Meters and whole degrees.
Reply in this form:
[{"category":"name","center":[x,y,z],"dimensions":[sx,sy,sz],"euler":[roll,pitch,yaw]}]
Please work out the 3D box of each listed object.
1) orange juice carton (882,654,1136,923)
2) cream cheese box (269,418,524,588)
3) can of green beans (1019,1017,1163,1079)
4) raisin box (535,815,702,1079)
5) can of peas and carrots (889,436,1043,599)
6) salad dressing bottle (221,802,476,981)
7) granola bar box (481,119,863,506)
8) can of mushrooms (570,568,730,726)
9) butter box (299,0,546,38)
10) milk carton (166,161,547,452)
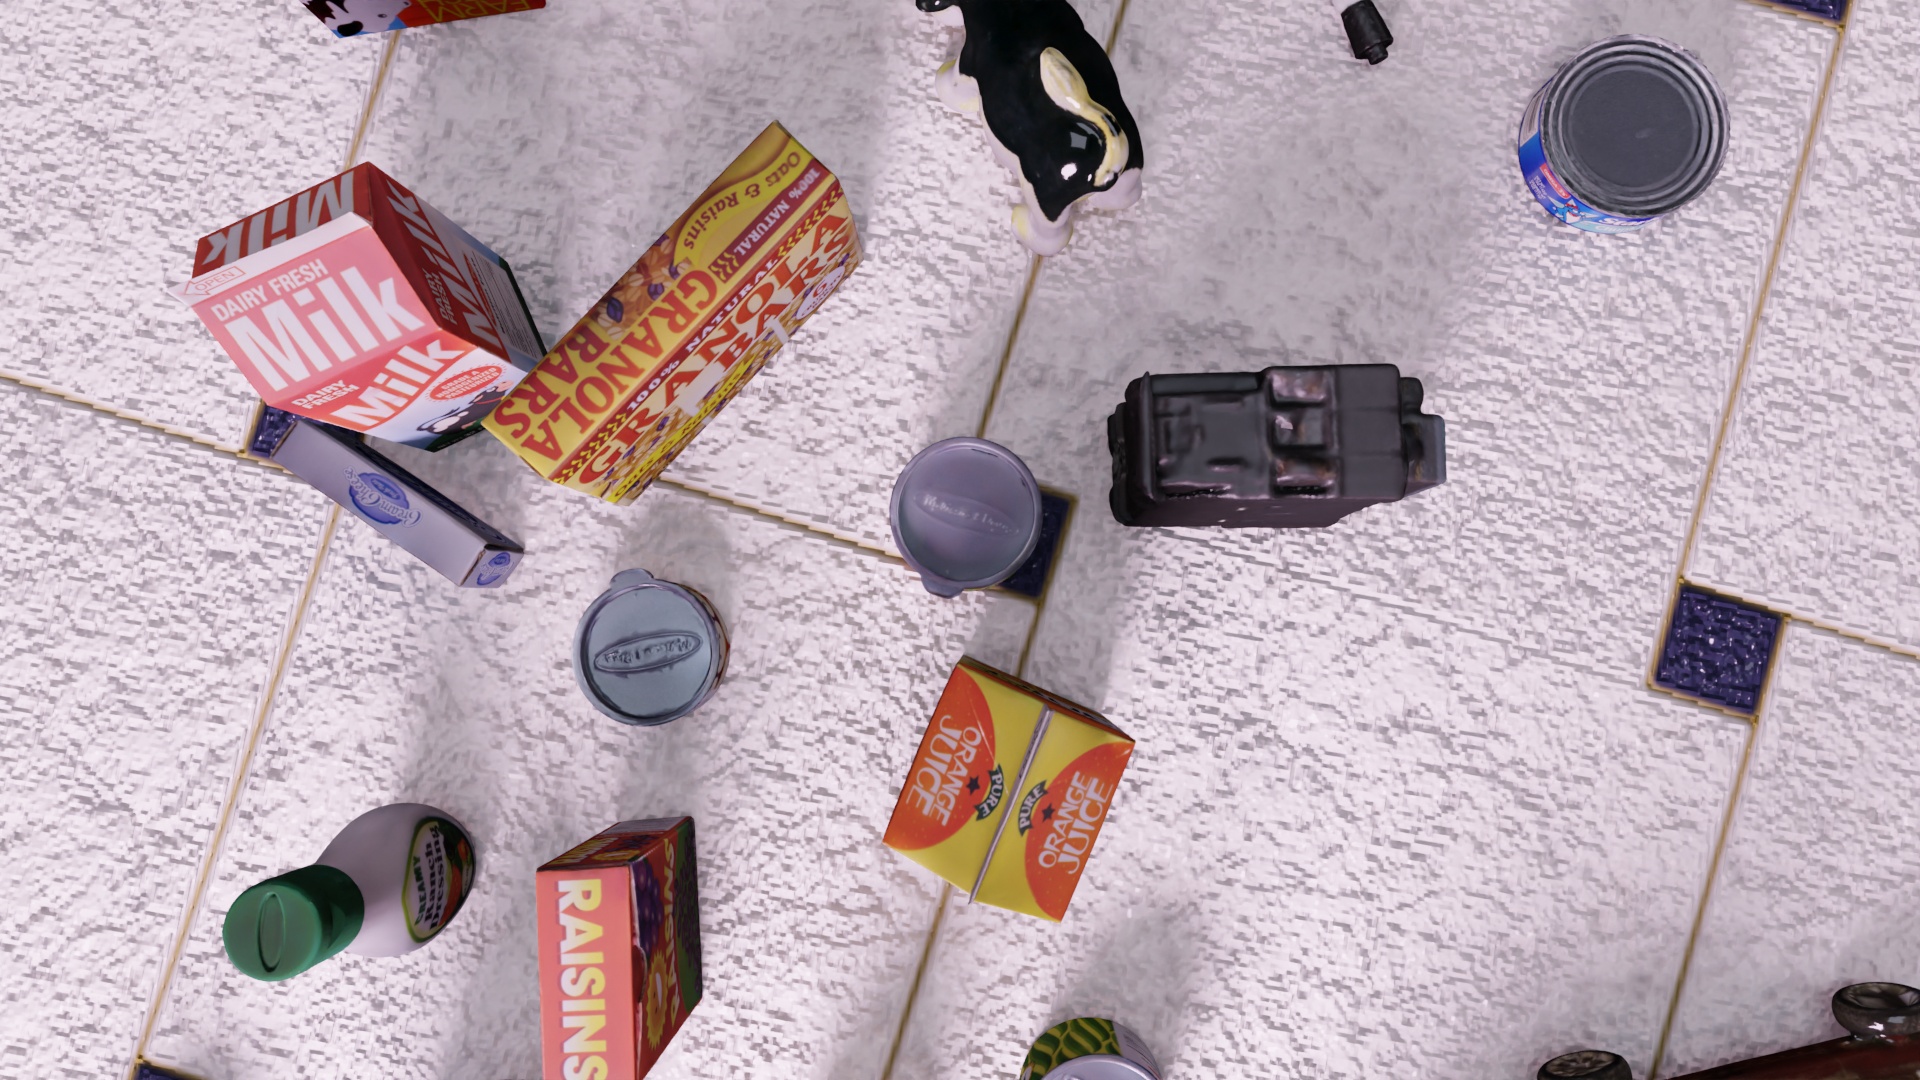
[{"category":"orange juice carton","center":[0.018,0.093,0.548],"dimensions":[0.073,0.192,0.072],"euler":[23,87,2]},{"category":"cream cheese box","center":[-0.252,-0.015,0.629],"dimensions":[0.104,0.053,0.024],"euler":[33,88,3]},{"category":"can of green beans","center":[0.058,0.248,0.604],"dimensions":[0.071,0.058,0.071],"euler":[0,86,1]},{"category":"raisin box","center":[-0.139,0.167,0.580],"dimensions":[0.040,0.123,0.086],"euler":[-3,86,1]},{"category":"can of peas and carrots","center":[0.002,-0.008,0.623],"dimensions":[0.071,0.058,0.071],"euler":[0,86,1]},{"category":"salad dressing bottle","center":[-0.246,0.145,0.570],"dimensions":[0.044,0.147,0.064],"euler":[-1,87,1]},{"category":"granola bar box","center":[-0.114,-0.089,0.597],"dimensions":[0.039,0.124,0.165],"euler":[43,88,3]},{"category":"can of mushrooms","center":[-0.140,0.048,0.633],"dimensions":[0.071,0.033,0.071],"euler":[0,86,1]},{"category":"butter box","center":[-0.252,-0.262,0.647],"dimensions":[0.103,0.053,0.024],"euler":[-8,86,0]},{"category":"milk carton","center":[-0.236,-0.092,0.566],"dimensions":[0.072,0.190,0.073],"euler":[-24,87,-1]}]
